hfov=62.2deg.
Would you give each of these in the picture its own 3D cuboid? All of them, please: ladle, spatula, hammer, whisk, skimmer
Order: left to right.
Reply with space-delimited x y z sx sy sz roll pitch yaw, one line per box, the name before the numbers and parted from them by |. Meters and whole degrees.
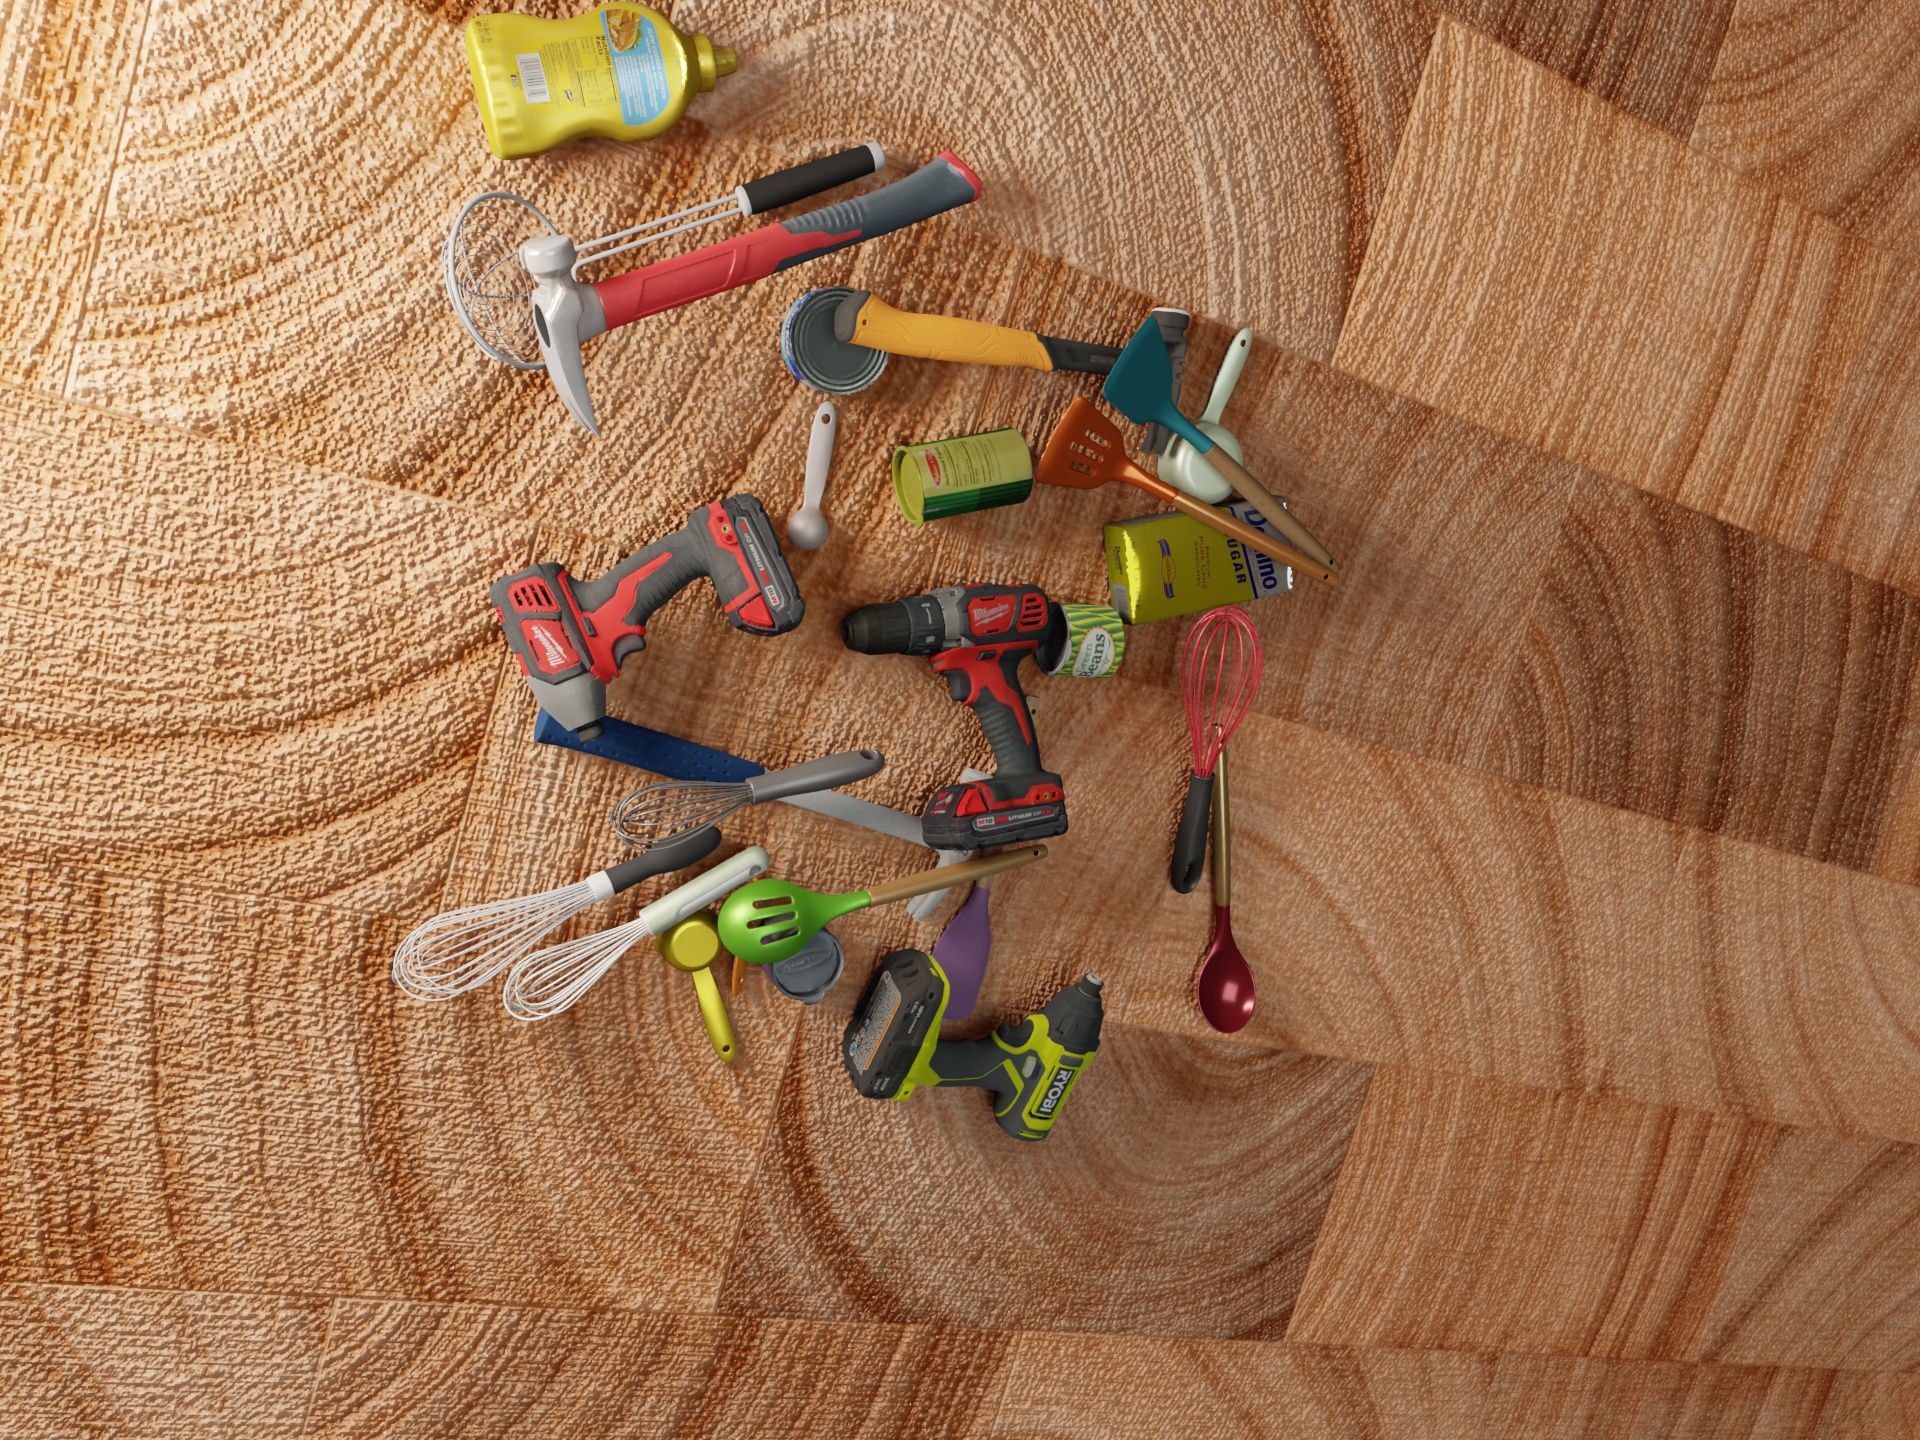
whisk | -0.324 0.150 1.300 0.284 0.070 0.070 -24 111 -22
whisk | -0.267 0.173 1.320 0.246 0.059 0.057 -30 145 -10
skimmer | -0.210 -0.371 1.195 0.363 0.090 0.127 -25 113 -16
whisk | -0.170 0.060 1.307 0.239 0.055 0.055 -14 108 -24
hammer | -0.163 0.061 1.354 0.405 0.035 0.144 19 95 -26
hammer | -0.142 -0.345 1.218 0.386 0.038 0.143 -28 128 -27
spatula | 0.025 0.128 1.463 0.059 0.018 0.316 12 99 -25
hammer | 0.048 -0.303 1.333 0.336 0.034 0.127 1 102 -31
spatula | 0.210 -0.186 1.407 0.322 0.041 0.081 24 104 -21
whisk | 0.233 0.033 1.501 0.073 0.073 0.295 -3 114 -23
ladle | 0.257 0.157 1.567 0.069 0.031 0.315 -10 105 -24
spatula | 0.241 -0.225 1.411 0.317 0.044 0.082 37 79 -25

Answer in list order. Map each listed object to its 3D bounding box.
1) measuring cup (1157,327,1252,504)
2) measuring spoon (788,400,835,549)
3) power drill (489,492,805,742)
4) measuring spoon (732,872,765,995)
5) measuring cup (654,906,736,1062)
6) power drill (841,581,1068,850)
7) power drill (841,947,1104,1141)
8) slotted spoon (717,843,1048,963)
measuring cup | 0.237 -0.275 1.442 0.083 0.038 0.167 18 98 -26
measuring spoon | -0.118 -0.202 1.318 0.034 0.018 0.124 5 100 -24
power drill | -0.241 -0.082 1.251 0.219 0.078 0.143 -24 95 -13
measuring spoon | -0.184 0.185 1.383 0.021 0.011 0.117 -11 112 -68
measuring cup | -0.218 0.233 1.376 0.062 0.029 0.156 -20 109 -18
power drill | -0.002 -0.004 1.363 0.188 0.080 0.227 -7 89 -26
power drill | 0.020 0.291 1.461 0.223 0.080 0.171 18 106 -28
slotted spoon | -0.058 0.146 1.379 0.313 0.031 0.070 -12 85 -28
